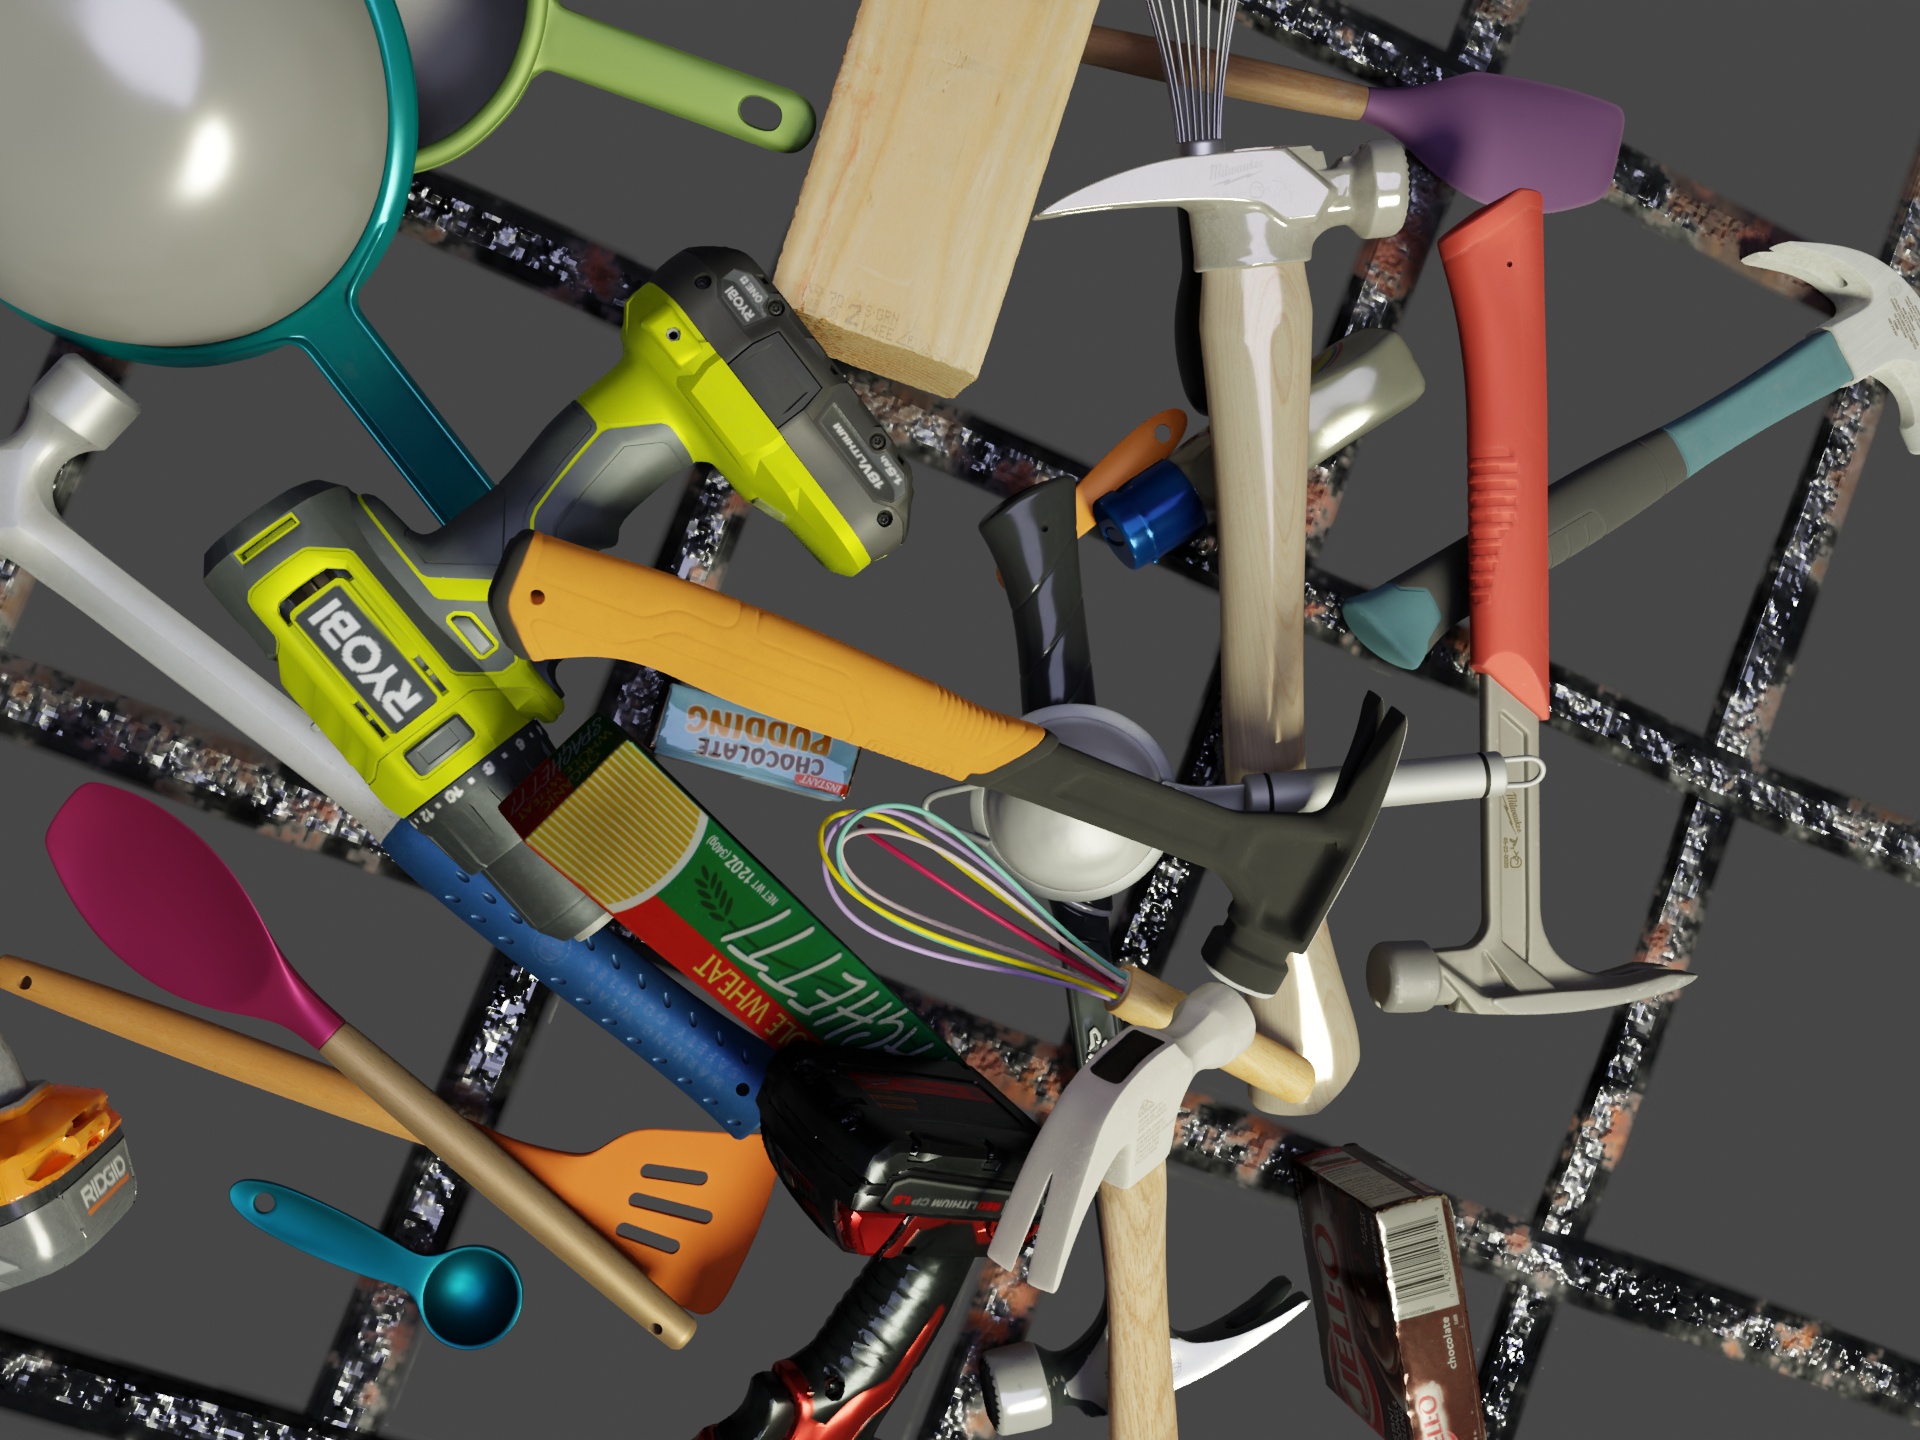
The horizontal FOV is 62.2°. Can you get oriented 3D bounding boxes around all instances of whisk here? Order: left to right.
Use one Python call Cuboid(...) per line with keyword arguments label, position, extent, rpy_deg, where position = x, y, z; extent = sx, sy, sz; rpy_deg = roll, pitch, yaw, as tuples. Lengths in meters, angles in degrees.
Cuboid(label="whisk", position=(0.048, 0.098, 0.657), extent=(0.244, 0.047, 0.051), rpy_deg=(29, 96, -16))
Cuboid(label="whisk", position=(0.101, -0.274, 0.684), extent=(0.070, 0.070, 0.284), rpy_deg=(-8, 104, -11))

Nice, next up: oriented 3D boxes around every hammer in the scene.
Cuboid(label="hammer", position=(-0.238, 0.038, 0.643), extent=(0.405, 0.035, 0.144), rpy_deg=(40, 83, -8))
Cuboid(label="hammer", position=(-0.001, -0.002, 0.578), extent=(0.336, 0.034, 0.127), rpy_deg=(20, 105, -16))
Cuboid(label="hammer", position=(0.060, 0.098, 0.696), extent=(0.149, 0.036, 0.409), rpy_deg=(-8, 93, -12))
Cuboid(label="hammer", position=(0.072, 0.277, 0.649), extent=(0.130, 0.031, 0.331), rpy_deg=(-23, 118, -41))
Cuboid(label="hammer", position=(0.119, -0.025, 0.674), extent=(0.146, 0.038, 0.410), rpy_deg=(-5, 103, -1))
Cuboid(label="hammer", position=(0.252, -0.050, 0.706), extent=(0.149, 0.037, 0.359), rpy_deg=(-2, 92, -12))
Cuboid(label="hammer", position=(0.326, -0.118, 0.754), extent=(0.331, 0.033, 0.128), rpy_deg=(-30, 96, -9))

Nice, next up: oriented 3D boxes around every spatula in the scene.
Cuboid(label="spatula", position=(-0.233, 0.159, 0.653), extent=(0.322, 0.041, 0.081), rpy_deg=(22, 84, -6))
Cuboid(label="spatula", position=(0.160, -0.286, 0.730), extent=(0.316, 0.018, 0.059), rpy_deg=(8, 100, -11))

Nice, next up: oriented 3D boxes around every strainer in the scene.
Cuboid(label="strainer", position=(-0.276, -0.176, 0.581), extent=(0.211, 0.095, 0.340), rpy_deg=(-32, 106, 12))
Cuboid(label="strainer", position=(-0.179, -0.278, 0.630), extent=(0.256, 0.069, 0.151), rpy_deg=(17, 110, -7))
Cuboid(label="strainer", position=(0.114, 0.031, 0.650), extent=(0.258, 0.050, 0.086), rpy_deg=(-5, 106, -3))

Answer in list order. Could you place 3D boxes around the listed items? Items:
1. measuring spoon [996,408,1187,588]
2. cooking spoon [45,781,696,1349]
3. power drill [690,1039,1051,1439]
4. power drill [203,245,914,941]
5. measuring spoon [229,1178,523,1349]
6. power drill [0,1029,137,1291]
Cuboid(label="measuring spoon", position=(0.061, -0.100, 0.713), extent=(0.117, 0.011, 0.021), rpy_deg=(-44, 97, -7))
Cuboid(label="cooking spoon", position=(-0.226, 0.140, 0.622), extent=(0.319, 0.017, 0.068), rpy_deg=(43, 109, -5))
Cuboid(label="power drill", position=(-0.070, 0.244, 0.613), extent=(0.187, 0.080, 0.226), rpy_deg=(18, 98, -39))
Cuboid(label="power drill", position=(-0.132, -0.048, 0.598), extent=(0.228, 0.080, 0.190), rpy_deg=(-39, 99, -7))
Cuboid(label="measuring spoon", position=(-0.239, 0.218, 0.657), extent=(0.128, 0.021, 0.042), rpy_deg=(25, 86, -1))
Cuboid(label="power drill", position=(-0.416, 0.104, 0.575), extent=(0.164, 0.084, 0.226), rpy_deg=(-18, 99, -4))
